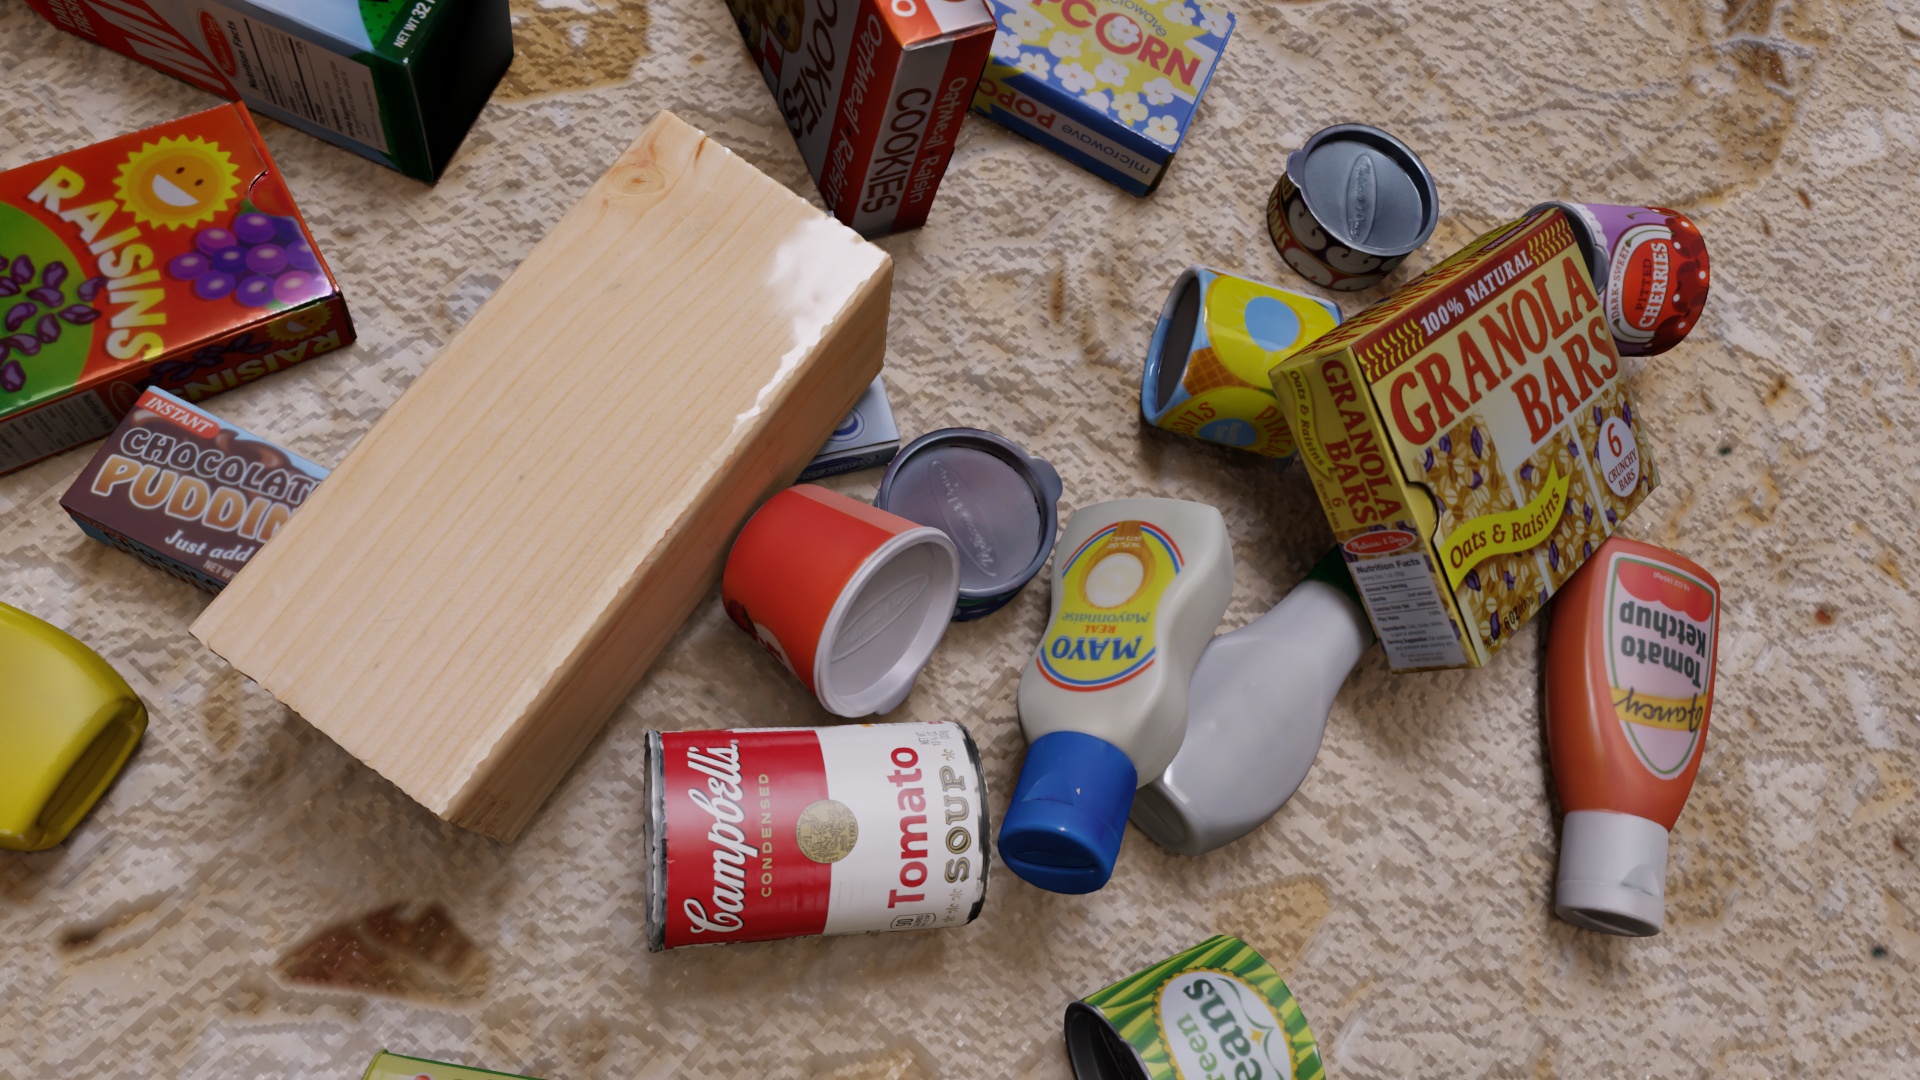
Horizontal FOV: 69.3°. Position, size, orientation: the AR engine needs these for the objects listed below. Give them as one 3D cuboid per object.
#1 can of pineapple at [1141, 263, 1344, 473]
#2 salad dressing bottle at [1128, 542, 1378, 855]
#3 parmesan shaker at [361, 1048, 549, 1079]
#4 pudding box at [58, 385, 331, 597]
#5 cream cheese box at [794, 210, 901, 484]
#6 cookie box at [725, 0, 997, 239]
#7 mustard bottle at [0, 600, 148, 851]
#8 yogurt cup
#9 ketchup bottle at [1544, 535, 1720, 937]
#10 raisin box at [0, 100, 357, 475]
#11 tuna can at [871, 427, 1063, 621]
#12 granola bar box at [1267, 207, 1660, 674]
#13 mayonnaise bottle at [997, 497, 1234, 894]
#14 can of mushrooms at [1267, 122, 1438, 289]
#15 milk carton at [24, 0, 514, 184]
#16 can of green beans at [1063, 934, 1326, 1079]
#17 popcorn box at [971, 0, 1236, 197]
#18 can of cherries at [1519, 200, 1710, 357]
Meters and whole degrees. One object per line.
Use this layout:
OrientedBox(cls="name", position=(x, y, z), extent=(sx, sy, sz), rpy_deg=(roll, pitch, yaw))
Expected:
OrientedBox(cls="can of pineapple", position=(0.109, -0.068, 0.543), extent=(0.058, 0.070, 0.071), rpy_deg=(14, 67, -9))
OrientedBox(cls="salad dressing bottle", position=(0.117, 0.051, 0.514), extent=(0.148, 0.043, 0.064), rpy_deg=(-40, 81, -25))
OrientedBox(cls="parmesan shaker", position=(-0.121, 0.188, 0.387), extent=(0.103, 0.071, 0.071), rpy_deg=(14, 67, -9))
OrientedBox(cls="pudding box", position=(-0.236, -0.008, 0.453), extent=(0.084, 0.030, 0.050), rpy_deg=(27, 65, -4))
OrientedBox(cls="cream cheese box", position=(-0.062, -0.074, 0.524), extent=(0.053, 0.024, 0.104), rpy_deg=(-12, 73, -16))
OrientedBox(cls="cookie box", position=(-0.051, -0.216, 0.527), extent=(0.040, 0.122, 0.167), rpy_deg=(-22, 77, -20))
OrientedBox(cls="mustard bottle", position=(-0.325, 0.031, 0.405), extent=(0.160, 0.048, 0.065), rpy_deg=(29, 66, -2))
OrientedBox(cls="yogurt cup", position=(-0.041, 0.016, 0.458), extent=(0.054, 0.072, 0.073), rpy_deg=(29, 63, 28))
OrientedBox(cls="ketchup bottle", position=(0.257, 0.075, 0.540), extent=(0.065, 0.043, 0.149), rpy_deg=(21, 67, -9))
OrientedBox(cls="raisin box", position=(-0.282, -0.087, 0.465), extent=(0.124, 0.040, 0.086), rpy_deg=(-27, 78, -22))
OrientedBox(cls="tuna can", position=(0.002, -0.006, 0.511), extent=(0.071, 0.032, 0.071), rpy_deg=(5, 69, -13))
OrientedBox(cls="granola bar box", position=(0.199, -0.042, 0.529), extent=(0.166, 0.039, 0.124), rpy_deg=(-32, 101, -37))
OrientedBox(cls="mayonnaise bottle", position=(0.050, 0.047, 0.468), extent=(0.065, 0.041, 0.149), rpy_deg=(-1, 42, 24))
OrientedBox(cls="can of mushrooms", position=(0.168, -0.146, 0.605), extent=(0.071, 0.033, 0.071), rpy_deg=(5, 70, -13))
OrientedBox(cls="milk carton", position=(-0.267, -0.211, 0.497), extent=(0.191, 0.073, 0.072), rpy_deg=(22, 67, -5))
OrientedBox(cls="can of green beans", position=(0.074, 0.168, 0.446), extent=(0.058, 0.071, 0.071), rpy_deg=(-18, 76, -20))
OrientedBox(cls="popcorn box", position=(0.046, -0.215, 0.598), extent=(0.127, 0.038, 0.085), rpy_deg=(27, 67, -4))
OrientedBox(cls="can of cherries", position=(0.278, -0.111, 0.600), extent=(0.058, 0.071, 0.071), rpy_deg=(-1, 71, -15))
